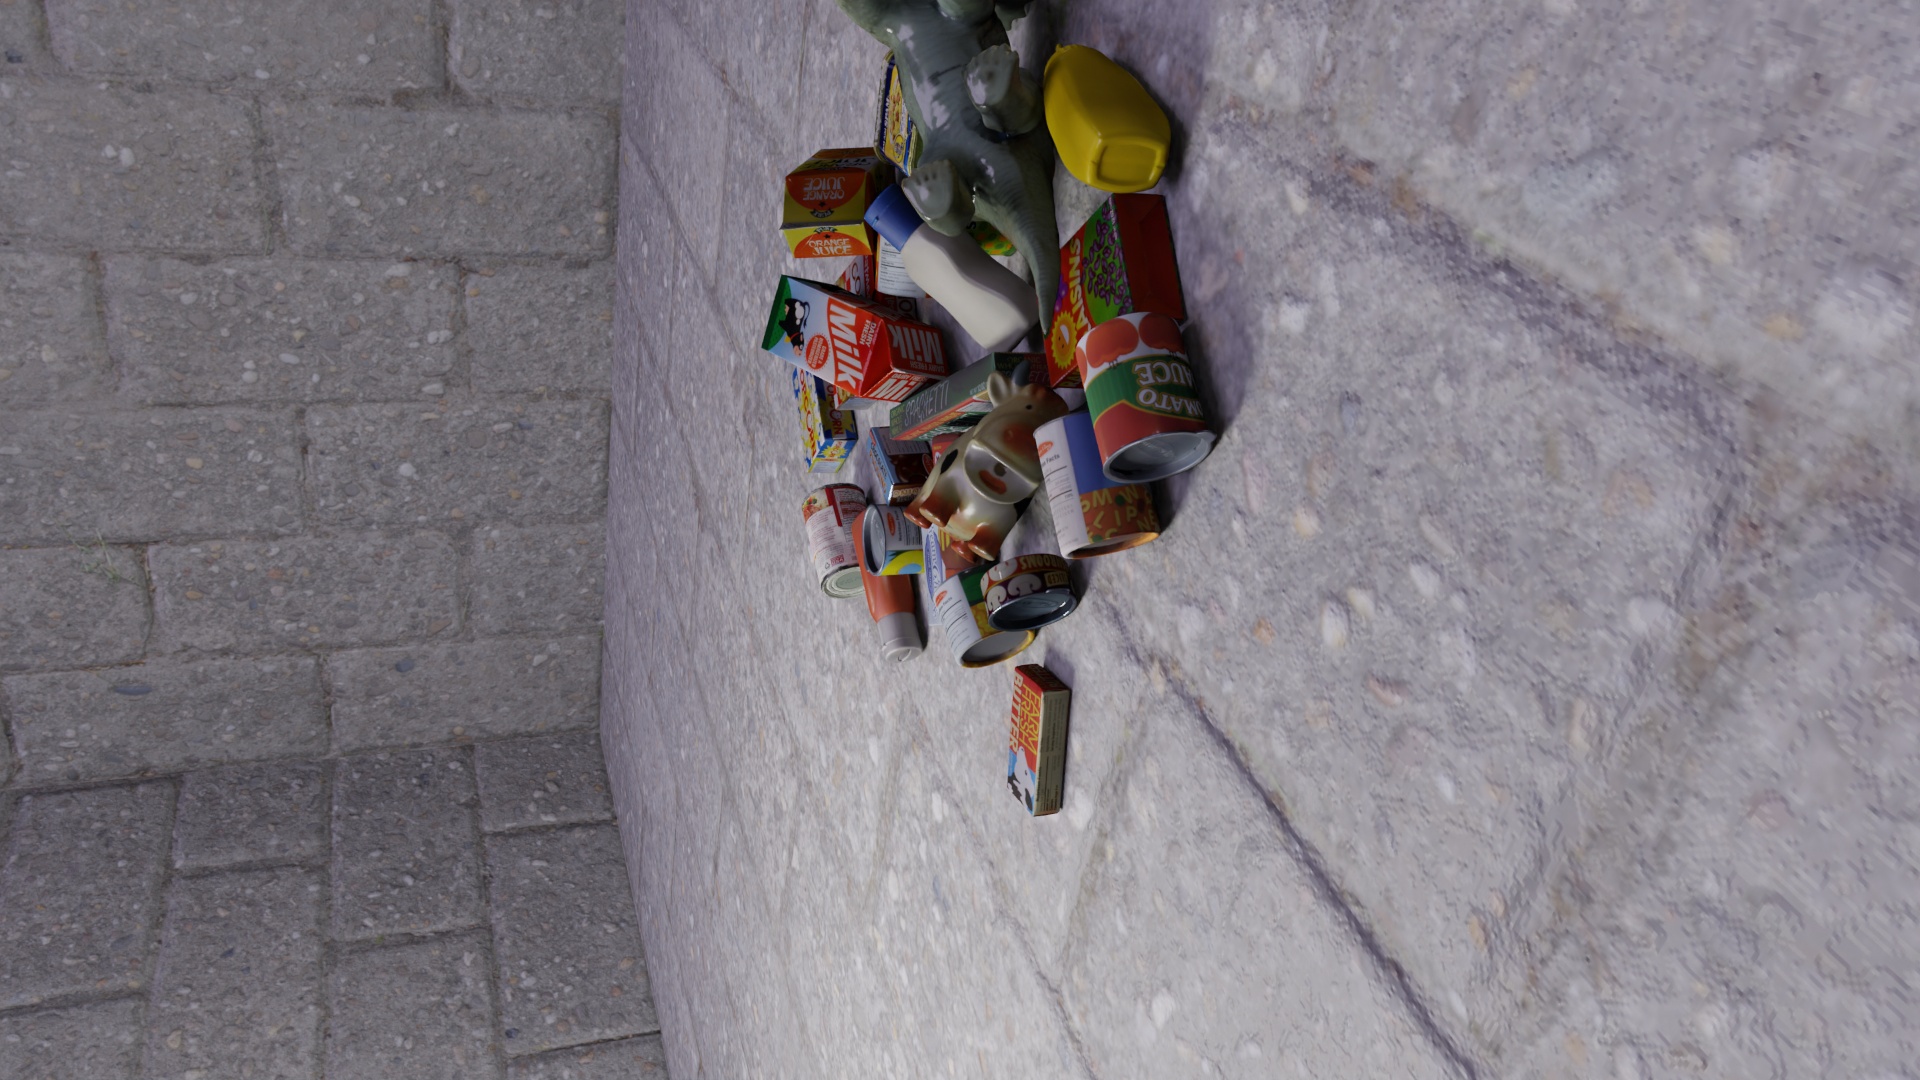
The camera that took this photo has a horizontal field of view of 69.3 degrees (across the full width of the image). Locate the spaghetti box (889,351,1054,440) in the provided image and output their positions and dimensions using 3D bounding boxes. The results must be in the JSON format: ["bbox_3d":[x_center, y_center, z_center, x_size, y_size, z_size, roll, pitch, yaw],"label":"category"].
[{"bbox_3d":[0.002,-0.113,1.126,0.249,0.050,0.028,166,102,-68],"label":"spaghetti box"}]

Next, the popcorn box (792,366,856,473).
[{"bbox_3d":[-0.151,-0.148,1.525,0.085,0.038,0.127,131,132,-60],"label":"popcorn box"}]

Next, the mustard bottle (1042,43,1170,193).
[{"bbox_3d":[0.085,-0.278,0.887,0.161,0.065,0.048,-106,23,-46],"label":"mustard bottle"}]

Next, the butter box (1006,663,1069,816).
[{"bbox_3d":[0.058,0.150,1.051,0.053,0.024,0.103,-145,55,-63],"label":"butter box"}]

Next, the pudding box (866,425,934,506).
[{"bbox_3d":[-0.052,-0.069,1.269,0.084,0.050,0.030,-113,28,-42],"label":"pudding box"}]

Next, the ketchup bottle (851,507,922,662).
[{"bbox_3d":[-0.070,0.043,1.337,0.064,0.043,0.149,120,141,-56],"label":"ketchup bottle"}]

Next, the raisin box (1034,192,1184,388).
[{"bbox_3d":[0.094,-0.159,0.904,0.123,0.040,0.086,143,121,-63],"label":"raisin box"}]

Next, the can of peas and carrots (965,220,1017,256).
[{"bbox_3d":[0.013,-0.254,1.071,0.071,0.059,0.071,178,89,-68],"label":"can of peas and carrots"}]

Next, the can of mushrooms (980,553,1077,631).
[{"bbox_3d":[0.050,0.037,1.002,0.070,0.071,0.033,123,140,-56],"label":"can of mushrooms"}]

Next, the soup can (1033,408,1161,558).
[{"bbox_3d":[0.090,-0.037,0.891,0.071,0.071,0.084,144,116,-65],"label":"soup can"}]

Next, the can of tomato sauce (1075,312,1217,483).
[{"bbox_3d":[0.111,-0.086,0.835,0.071,0.071,0.083,128,136,-59],"label":"can of tomato sauce"}]

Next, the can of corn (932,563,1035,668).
[{"bbox_3d":[0.021,0.059,1.079,0.058,0.071,0.070,69,152,26],"label":"can of corn"}]

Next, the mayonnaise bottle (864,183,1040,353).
[{"bbox_3d":[-0.005,-0.203,1.033,0.148,0.041,0.064,43,148,-2],"label":"mayonnaise bottle"}]

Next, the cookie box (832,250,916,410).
[{"bbox_3d":[-0.089,-0.208,1.359,0.167,0.040,0.123,154,112,-66],"label":"cookie box"}]

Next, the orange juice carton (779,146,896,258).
[{"bbox_3d":[-0.105,-0.298,1.230,0.193,0.072,0.072,-75,-17,-65],"label":"orange juice carton"}]

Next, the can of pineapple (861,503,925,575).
[{"bbox_3d":[-0.054,-0.001,1.270,0.071,0.058,0.071,179,89,-69],"label":"can of pineapple"}]

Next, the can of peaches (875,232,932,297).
[{"bbox_3d":[-0.038,-0.243,1.197,0.071,0.071,0.058,-140,50,-62],"label":"can of peaches"}]

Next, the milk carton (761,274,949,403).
[{"bbox_3d":[-0.087,-0.173,1.234,0.191,0.072,0.073,29,108,39],"label":"milk carton"}]

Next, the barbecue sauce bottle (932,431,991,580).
[{"bbox_3d":[0.004,-0.014,1.143,0.065,0.044,0.148,179,88,-68],"label":"barbecue sauce bottle"}]

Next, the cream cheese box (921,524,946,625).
[{"bbox_3d":[-0.012,0.022,1.215,0.053,0.024,0.104,167,100,-67],"label":"cream cheese box"}]
